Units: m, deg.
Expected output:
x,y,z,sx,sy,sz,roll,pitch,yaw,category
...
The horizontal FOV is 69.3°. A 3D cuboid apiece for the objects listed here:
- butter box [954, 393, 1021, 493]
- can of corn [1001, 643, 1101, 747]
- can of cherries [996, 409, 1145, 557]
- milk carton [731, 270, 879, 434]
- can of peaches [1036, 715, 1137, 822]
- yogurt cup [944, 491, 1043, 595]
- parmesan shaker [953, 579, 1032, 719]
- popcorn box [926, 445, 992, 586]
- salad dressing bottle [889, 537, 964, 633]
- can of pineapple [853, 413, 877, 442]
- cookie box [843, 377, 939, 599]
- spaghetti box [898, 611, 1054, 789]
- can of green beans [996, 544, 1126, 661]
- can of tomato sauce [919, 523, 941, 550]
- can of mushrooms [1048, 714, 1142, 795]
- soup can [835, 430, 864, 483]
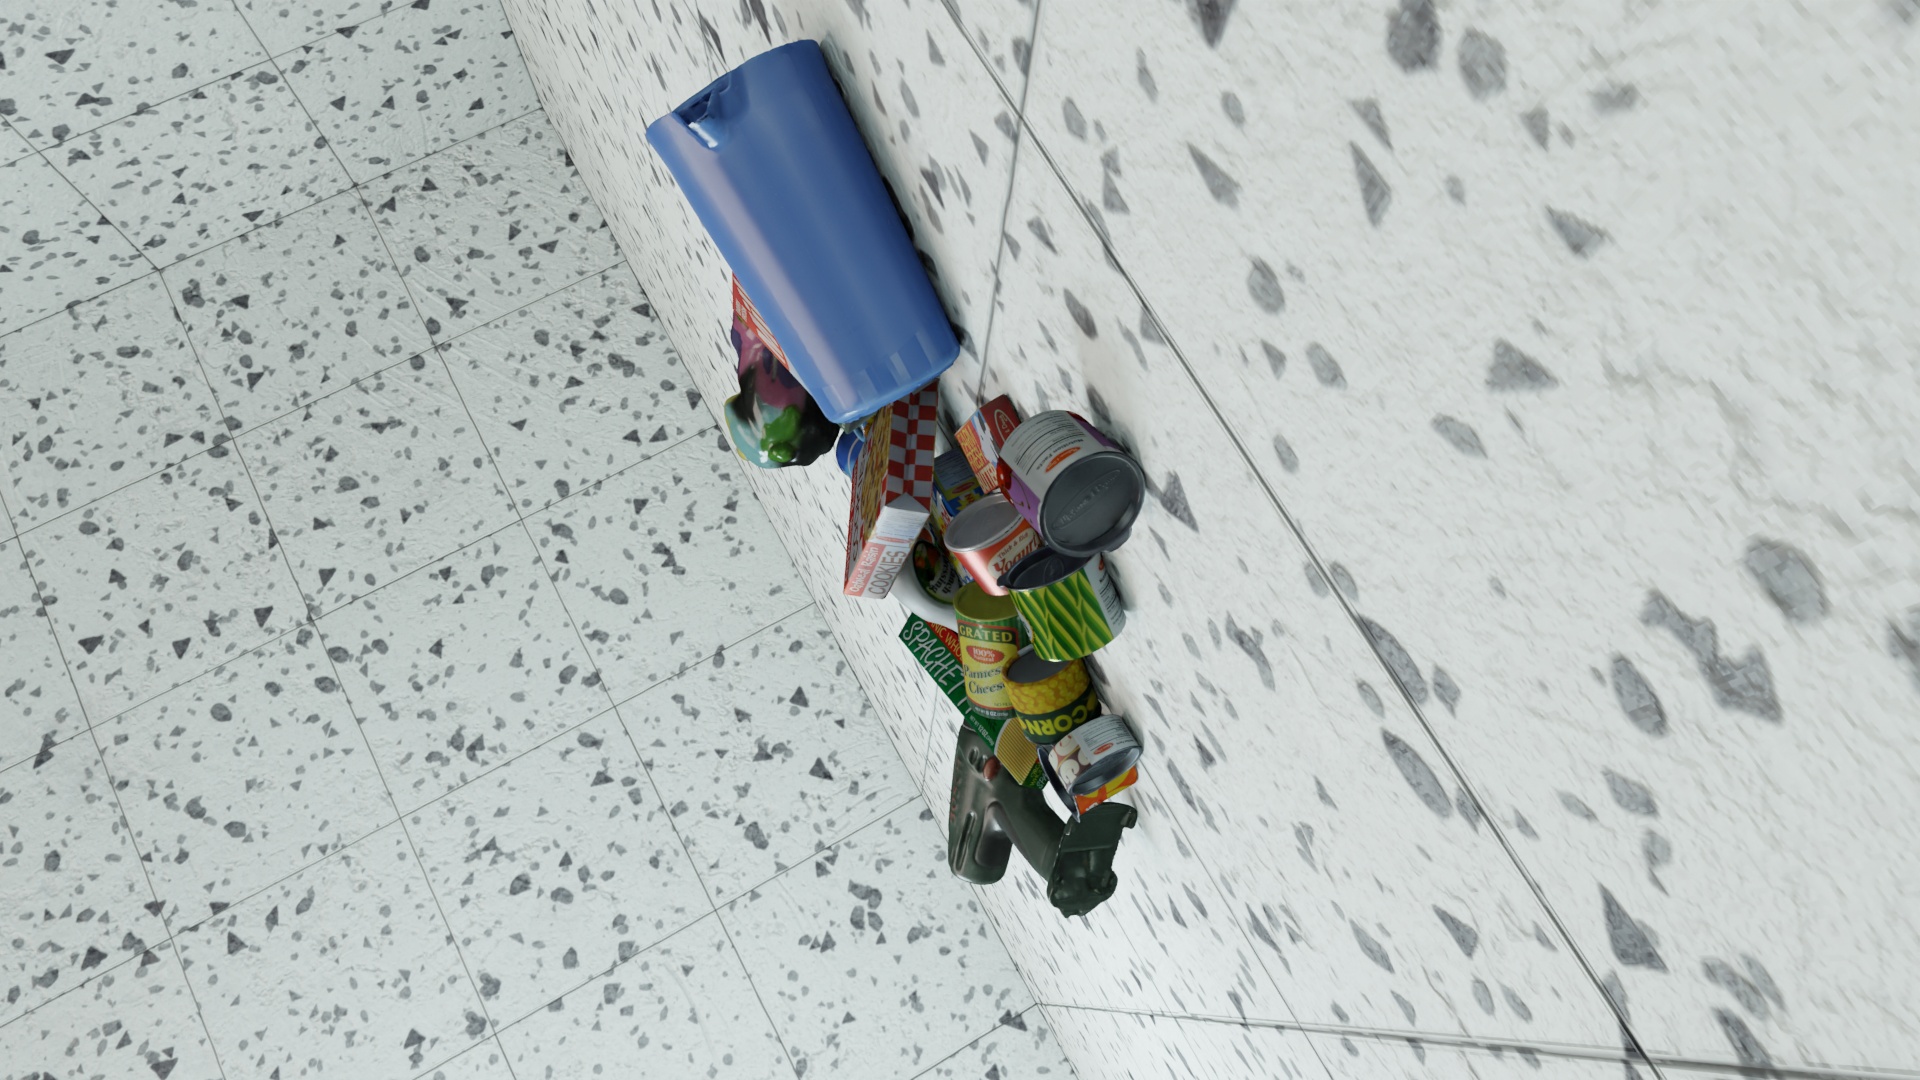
x,y,z,sx,sy,sz,roll,pitch,yaw,category
0.025,-0.066,0.980,0.053,0.024,0.103,63,169,1,butter box
0.072,0.120,1.097,0.058,0.071,0.071,68,168,-23,can of corn
0.062,-0.031,0.785,0.058,0.071,0.071,49,162,50,can of cherries
-0.124,-0.187,1.130,0.191,0.074,0.072,48,160,9,milk carton
0.104,0.184,1.131,0.071,0.058,0.071,57,167,21,can of peaches
0.029,0.004,1.032,0.053,0.072,0.072,59,171,-28,yogurt cup
0.035,0.090,1.157,0.071,0.071,0.102,-134,31,-54,parmesan shaker
0.004,-0.015,1.163,0.085,0.038,0.126,60,169,17,popcorn box
-0.006,0.055,1.229,0.147,0.044,0.064,39,-139,-22,salad dressing bottle
-0.071,-0.125,1.190,0.071,0.058,0.070,58,168,21,can of pineapple
-0.057,-0.041,1.125,0.166,0.040,0.123,121,155,-60,cookie box
0.015,0.132,1.257,0.028,0.050,0.251,19,-164,-37,spaghetti box
0.069,0.039,0.918,0.057,0.071,0.071,66,168,-19,can of green beans
-0.045,0.013,1.292,0.083,0.071,0.071,19,-147,-57,can of tomato sauce
0.102,0.166,1.066,0.033,0.071,0.070,58,168,26,can of mushrooms
-0.073,-0.069,1.303,0.084,0.071,0.071,45,160,55,soup can
